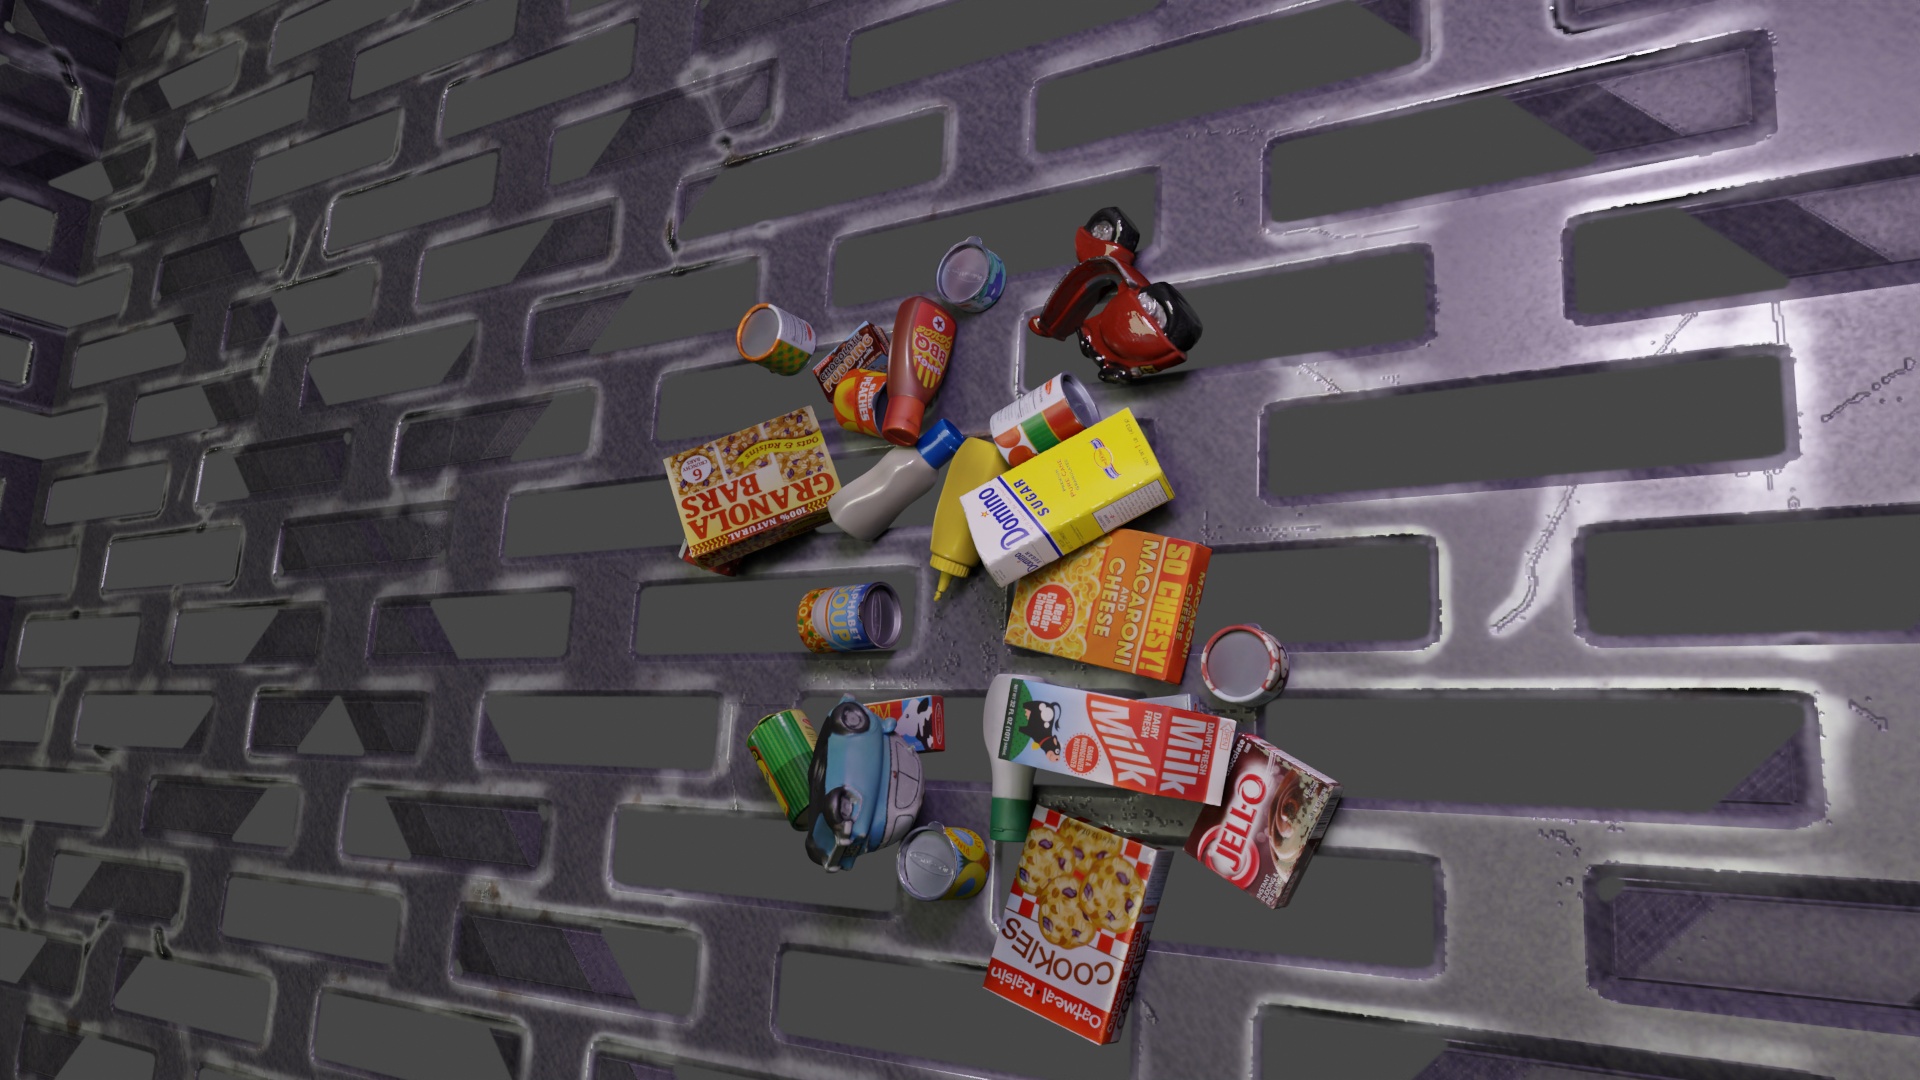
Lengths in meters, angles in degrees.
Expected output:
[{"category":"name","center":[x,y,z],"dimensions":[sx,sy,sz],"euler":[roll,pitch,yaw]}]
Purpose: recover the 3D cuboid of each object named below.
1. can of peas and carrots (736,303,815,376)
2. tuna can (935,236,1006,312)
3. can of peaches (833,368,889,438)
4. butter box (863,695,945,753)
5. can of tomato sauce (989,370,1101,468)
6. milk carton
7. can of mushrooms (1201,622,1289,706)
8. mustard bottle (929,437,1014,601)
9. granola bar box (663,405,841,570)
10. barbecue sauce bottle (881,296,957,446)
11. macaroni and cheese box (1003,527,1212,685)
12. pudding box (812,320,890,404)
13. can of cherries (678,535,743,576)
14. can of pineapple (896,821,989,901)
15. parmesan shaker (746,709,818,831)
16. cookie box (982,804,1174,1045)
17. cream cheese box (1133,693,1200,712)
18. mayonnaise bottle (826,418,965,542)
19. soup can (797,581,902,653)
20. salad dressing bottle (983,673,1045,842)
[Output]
[{"category":"can of peas and carrots","center":[-0.203,-0.217,1.510],"dimensions":[0.071,0.059,0.071],"euler":[-9,74,32]},{"category":"tuna can","center":[0.011,-0.267,1.395],"dimensions":[0.071,0.033,0.071],"euler":[-8,74,32]},{"category":"can of peaches","center":[-0.088,-0.139,1.408],"dimensions":[0.058,0.071,0.071],"euler":[15,88,36]},{"category":"butter box","center":[-0.063,0.181,1.342],"dimensions":[0.103,0.024,0.053],"euler":[-12,72,31]},{"category":"can of tomato sauce","center":[0.080,-0.107,1.292],"dimensions":[0.083,0.071,0.071],"euler":[-29,64,26]},{"category":"milk carton","center":[0.134,0.166,1.153],"dimensions":[0.190,0.073,0.072],"euler":[8,85,34]},{"category":"can of mushrooms","center":[0.236,0.102,1.156],"dimensions":[0.071,0.033,0.071],"euler":[-8,75,33]},{"category":"mustard bottle","center":[0.005,-0.017,1.328],"dimensions":[0.065,0.049,0.160],"euler":[23,93,50]},{"category":"granola bar box","center":[-0.211,-0.055,1.445],"dimensions":[0.166,0.039,0.124],"euler":[-21,64,-3]},{"category":"barbecue sauce bottle","center":[-0.045,-0.164,1.368],"dimensions":[0.043,0.065,0.149],"euler":[-15,53,44]},{"category":"macaroni and cheese box","center":[0.130,0.050,1.235],"dimensions":[0.166,0.040,0.124],"euler":[11,84,36]},{"category":"pudding box","center":[-0.110,-0.185,1.458],"dimensions":[0.083,0.030,0.050],"euler":[-38,60,21]},{"category":"can of cherries","center":[-0.260,0.002,1.492],"dimensions":[0.071,0.071,0.058],"euler":[21,91,35]},{"category":"can of pineapple","center":[-0.014,0.292,1.262],"dimensions":[0.071,0.058,0.071],"euler":[-8,75,32]},{"category":"parmesan shaker","center":[-0.160,0.226,1.367],"dimensions":[0.071,0.071,0.103],"euler":[-45,58,17]},{"category":"cookie box","center":[0.100,0.326,1.189],"dimensions":[0.123,0.040,0.167],"euler":[15,86,35]},{"category":"cream cheese box","center":[0.156,0.164,1.199],"dimensions":[0.103,0.024,0.053],"euler":[-11,73,31]},{"category":"mayonnaise bottle","center":[-0.060,-0.061,1.378],"dimensions":[0.148,0.064,0.041],"euler":[-39,48,15]},{"category":"soup can","center":[-0.111,0.076,1.371],"dimensions":[0.083,0.071,0.071],"euler":[-8,75,32]},{"category":"salad dressing bottle","center":[0.049,0.196,1.253],"dimensions":[0.064,0.044,0.148],"euler":[-3,78,38]}]
